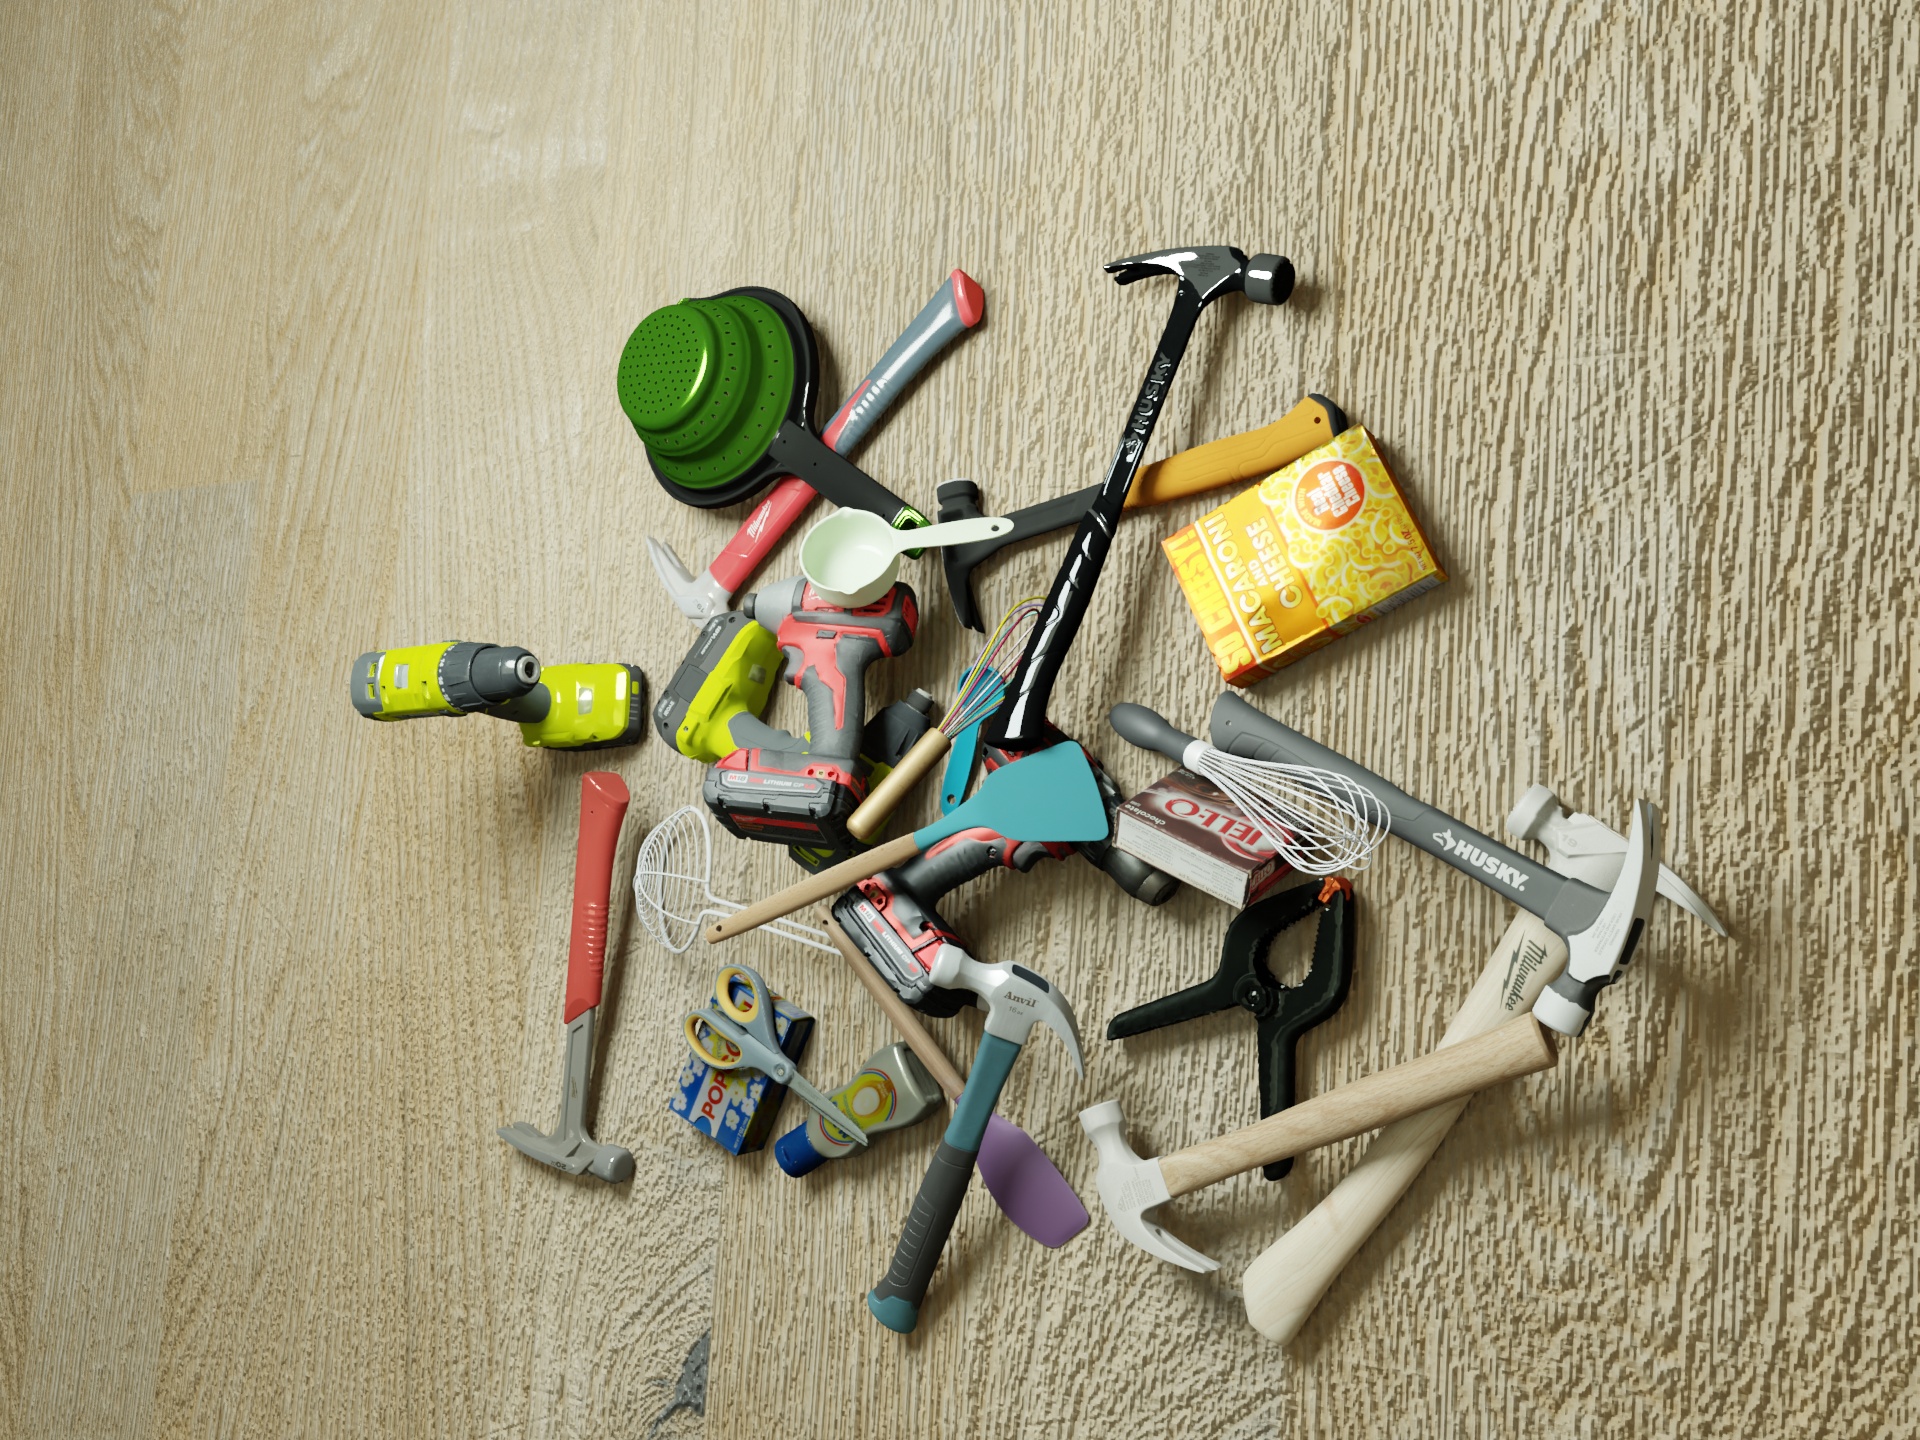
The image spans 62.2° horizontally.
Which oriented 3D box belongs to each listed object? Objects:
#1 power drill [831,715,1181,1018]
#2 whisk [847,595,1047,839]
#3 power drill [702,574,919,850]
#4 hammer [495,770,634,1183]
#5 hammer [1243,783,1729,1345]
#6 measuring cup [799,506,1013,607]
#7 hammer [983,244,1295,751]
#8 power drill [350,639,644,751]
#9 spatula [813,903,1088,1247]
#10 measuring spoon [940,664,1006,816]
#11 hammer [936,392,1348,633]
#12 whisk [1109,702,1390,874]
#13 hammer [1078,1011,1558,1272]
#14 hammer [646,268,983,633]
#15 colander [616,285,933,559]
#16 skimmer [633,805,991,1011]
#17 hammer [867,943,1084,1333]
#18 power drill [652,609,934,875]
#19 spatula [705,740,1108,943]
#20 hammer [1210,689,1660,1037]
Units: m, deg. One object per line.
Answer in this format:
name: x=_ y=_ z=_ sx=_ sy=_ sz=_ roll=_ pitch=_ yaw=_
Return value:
power drill: x=0.037 y=0.122 z=1.193 sx=0.226 sy=0.080 sz=0.188 roll=-45 pitch=63 yaw=2
whisk: x=-0.003 y=-0.005 z=1.211 sx=0.051 sy=0.047 sz=0.245 roll=28 pitch=67 yaw=36
power drill: x=-0.122 y=-0.017 z=1.250 sx=0.143 sy=0.078 sz=0.220 roll=6 pitch=65 yaw=14
hammer: x=-0.340 y=0.222 z=1.414 sx=0.149 sy=0.036 sz=0.359 roll=10 pitch=98 yaw=32
hammer: x=0.322 y=0.250 z=1.042 sx=0.146 sy=0.038 sz=0.410 roll=37 pitch=103 yaw=28
measuring cup: x=-0.040 y=-0.130 z=1.238 sx=0.167 sy=0.038 sz=0.083 roll=-9 pitch=60 yaw=3
hammer: x=0.107 y=-0.167 z=1.186 sx=0.149 sy=0.036 sz=0.409 roll=21 pitch=87 yaw=36
power drill: x=-0.385 y=-0.025 z=1.394 sx=0.190 sy=0.228 sz=0.080 roll=-4 pitch=81 yaw=31
spatula: x=-0.016 y=0.269 z=1.225 sx=0.059 sy=0.018 sz=0.316 roll=-44 pitch=75 yaw=21
measuring spoon: x=0.009 y=0.017 z=1.279 sx=0.042 sy=0.021 sz=0.128 roll=22 pitch=104 yaw=27
hammer: x=0.133 y=-0.169 z=1.216 sx=0.337 sy=0.034 sz=0.127 roll=-15 pitch=75 yaw=28
whisk: x=0.187 y=0.036 z=1.098 sx=0.285 sy=0.070 sz=0.070 roll=32 pitch=101 yaw=56
hammer: x=0.234 y=0.270 z=1.053 sx=0.331 sy=0.031 sz=0.130 roll=-29 pitch=67 yaw=27
hammer: x=-0.125 y=-0.241 z=1.381 sx=0.386 sy=0.038 sz=0.143 roll=-47 pitch=61 yaw=17
colander: x=-0.175 y=-0.250 z=1.335 sx=0.397 sy=0.094 sz=0.204 roll=39 pitch=103 yaw=32
skimmer: x=-0.125 y=0.170 z=1.327 sx=0.363 sy=0.090 sz=0.127 roll=15 pitch=98 yaw=22
hammer: x=-0.004 y=0.322 z=1.178 sx=0.128 sy=0.033 sz=0.331 roll=19 pitch=112 yaw=-2
power drill: x=-0.135 y=0.008 z=1.330 sx=0.223 sy=0.080 sz=0.171 roll=34 pitch=93 yaw=26
spatula: x=-0.049 y=0.105 z=1.178 sx=0.317 sy=0.044 sz=0.082 roll=-25 pitch=62 yaw=15
hammer: x=0.296 y=0.058 z=1.052 sx=0.335 sy=0.035 sz=0.146 roll=33 pitch=102 yaw=41
